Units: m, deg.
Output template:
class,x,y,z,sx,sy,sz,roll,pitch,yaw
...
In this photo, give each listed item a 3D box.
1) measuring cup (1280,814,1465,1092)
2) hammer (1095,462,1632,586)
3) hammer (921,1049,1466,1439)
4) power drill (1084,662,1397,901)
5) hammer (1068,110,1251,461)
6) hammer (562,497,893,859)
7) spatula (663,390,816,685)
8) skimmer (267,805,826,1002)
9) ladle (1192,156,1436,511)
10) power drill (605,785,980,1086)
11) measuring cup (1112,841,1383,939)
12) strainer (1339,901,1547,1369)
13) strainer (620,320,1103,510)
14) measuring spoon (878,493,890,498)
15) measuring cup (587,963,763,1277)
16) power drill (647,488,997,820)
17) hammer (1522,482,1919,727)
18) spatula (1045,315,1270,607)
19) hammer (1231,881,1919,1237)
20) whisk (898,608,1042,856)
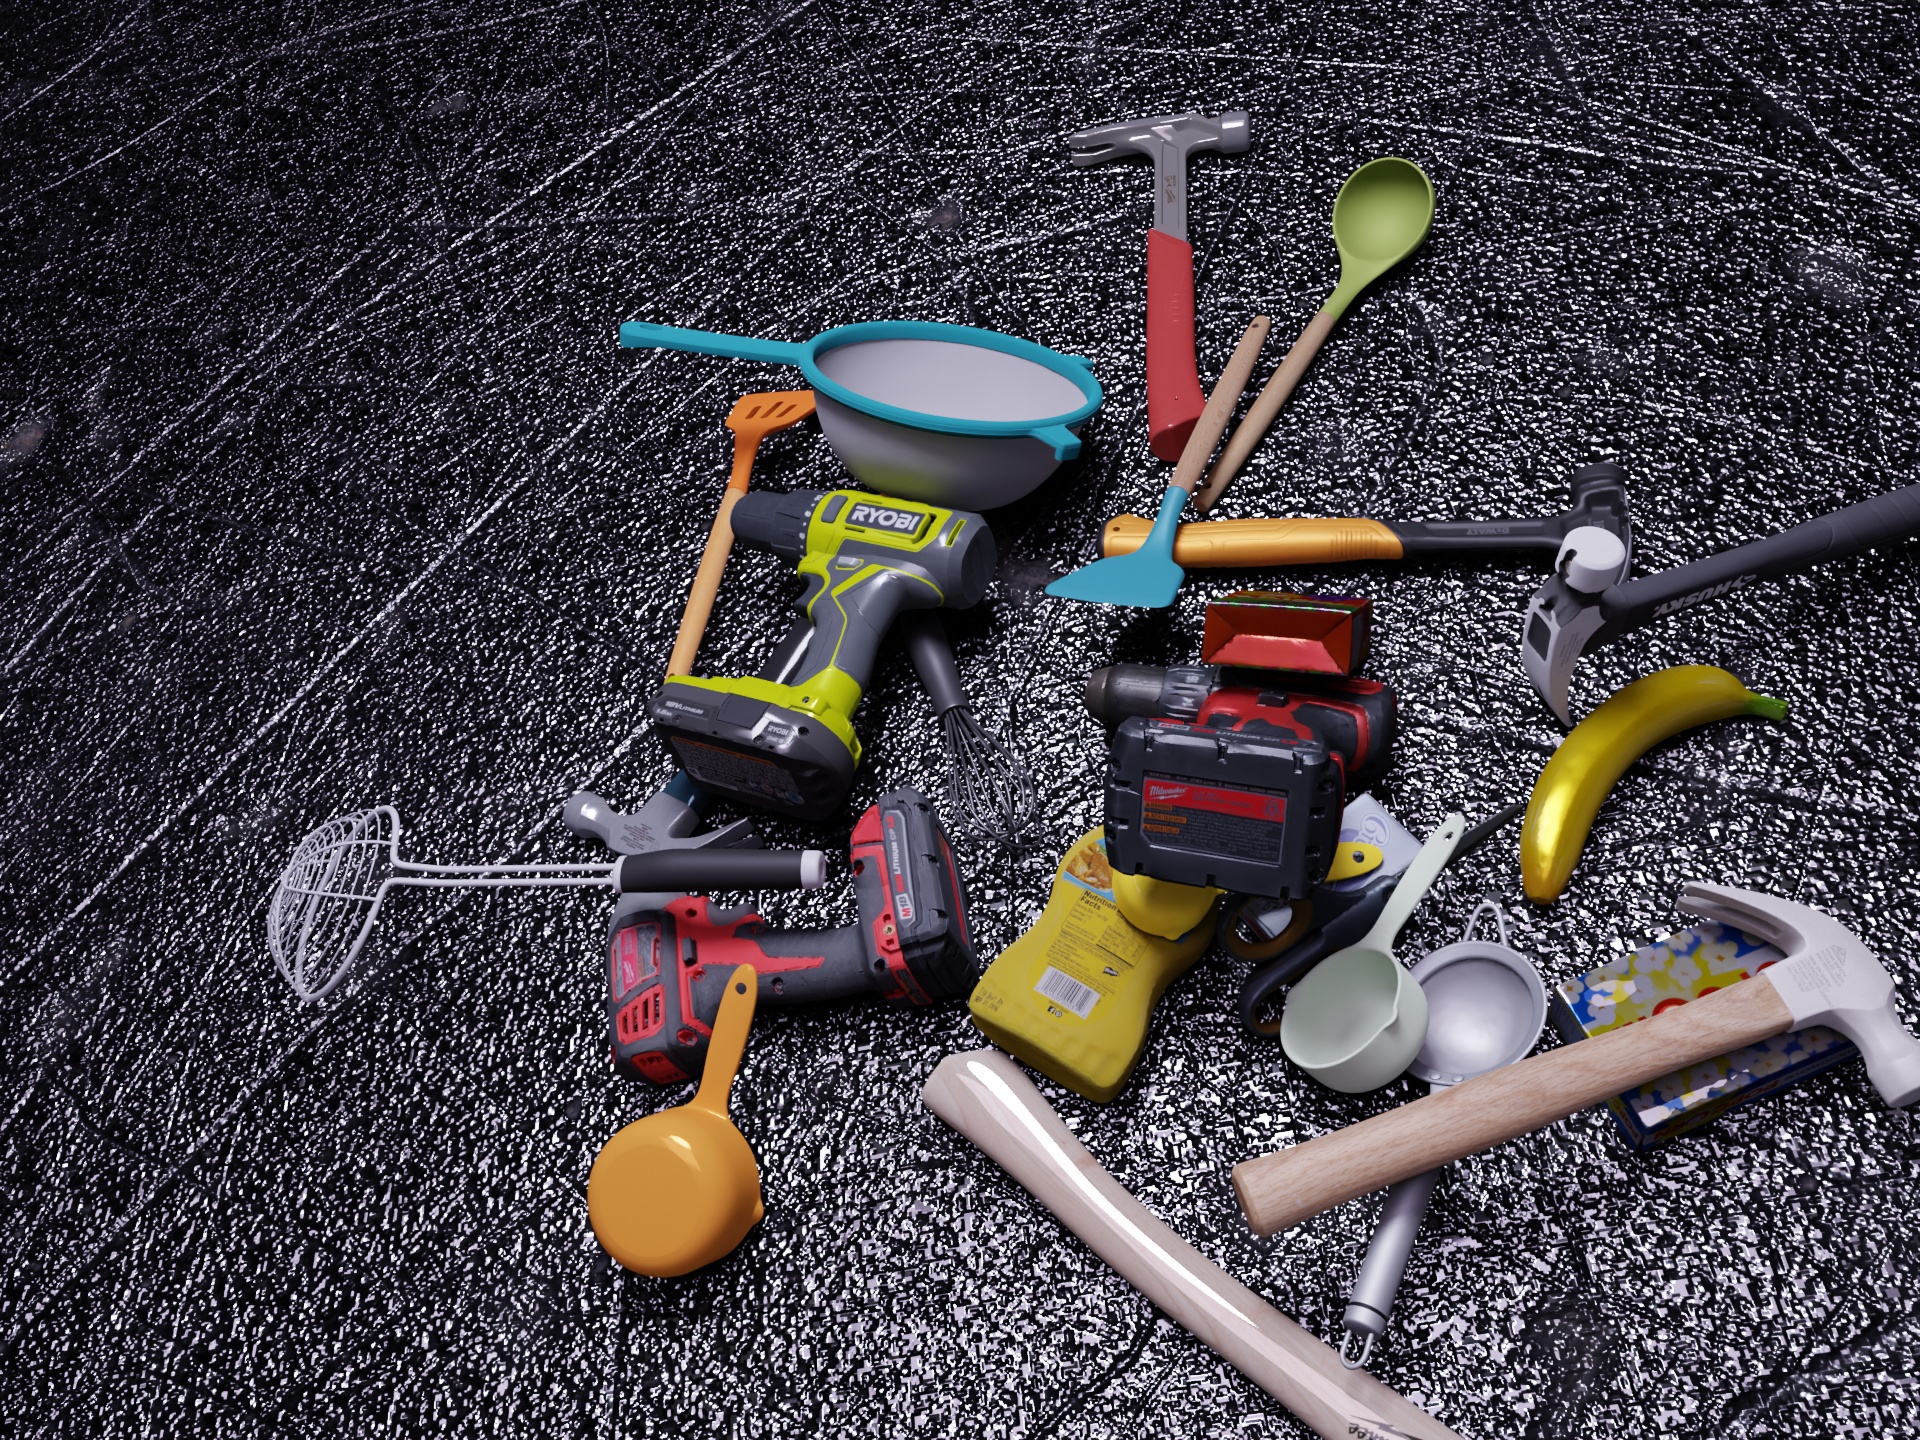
class,x,y,z,sx,sy,sz,roll,pitch,yaw
measuring cup,0.236,0.125,0.850,0.167,0.038,0.083,-53,22,-18
hammer,0.253,-0.112,1.031,0.337,0.034,0.127,1,47,18
hammer,0.129,0.305,0.789,0.411,0.038,0.146,33,72,32
power drill,0.142,0.016,0.896,0.188,0.080,0.227,8,18,18
hammer,0.152,-0.342,1.222,0.149,0.036,0.359,-4,55,13
hammer,-0.124,-0.031,1.090,0.128,0.033,0.331,24,66,29
spatula,-0.167,-0.141,1.165,0.081,0.041,0.323,0,55,17
skimmer,-0.254,0.107,0.965,0.363,0.090,0.127,-2,57,9
ladle,0.247,-0.279,1.141,0.078,0.062,0.320,21,67,35
power drill,-0.109,0.125,0.957,0.219,0.078,0.143,-17,53,7
measuring cup,0.162,0.082,0.882,0.156,0.029,0.062,-8,68,-6
strainer,0.238,0.207,0.802,0.087,0.050,0.258,-2,44,43
strainer,-0.074,-0.215,1.123,0.340,0.095,0.211,9,30,3
measuring spoon,-0.062,-0.158,1.171,0.021,0.011,0.117,32,70,31
measuring cup,-0.148,0.218,0.871,0.095,0.052,0.173,16,89,16
power drill,-0.104,-0.060,1.037,0.191,0.080,0.229,13,58,24
hammer,0.478,-0.094,0.925,0.334,0.146,0.035,-18,53,-11
spatula,0.154,-0.177,1.064,0.082,0.044,0.318,9,54,27
hammer,0.289,0.173,0.770,0.331,0.031,0.130,-19,56,-4
whisk,0.000,-0.004,1.031,0.055,0.055,0.239,-22,49,0
